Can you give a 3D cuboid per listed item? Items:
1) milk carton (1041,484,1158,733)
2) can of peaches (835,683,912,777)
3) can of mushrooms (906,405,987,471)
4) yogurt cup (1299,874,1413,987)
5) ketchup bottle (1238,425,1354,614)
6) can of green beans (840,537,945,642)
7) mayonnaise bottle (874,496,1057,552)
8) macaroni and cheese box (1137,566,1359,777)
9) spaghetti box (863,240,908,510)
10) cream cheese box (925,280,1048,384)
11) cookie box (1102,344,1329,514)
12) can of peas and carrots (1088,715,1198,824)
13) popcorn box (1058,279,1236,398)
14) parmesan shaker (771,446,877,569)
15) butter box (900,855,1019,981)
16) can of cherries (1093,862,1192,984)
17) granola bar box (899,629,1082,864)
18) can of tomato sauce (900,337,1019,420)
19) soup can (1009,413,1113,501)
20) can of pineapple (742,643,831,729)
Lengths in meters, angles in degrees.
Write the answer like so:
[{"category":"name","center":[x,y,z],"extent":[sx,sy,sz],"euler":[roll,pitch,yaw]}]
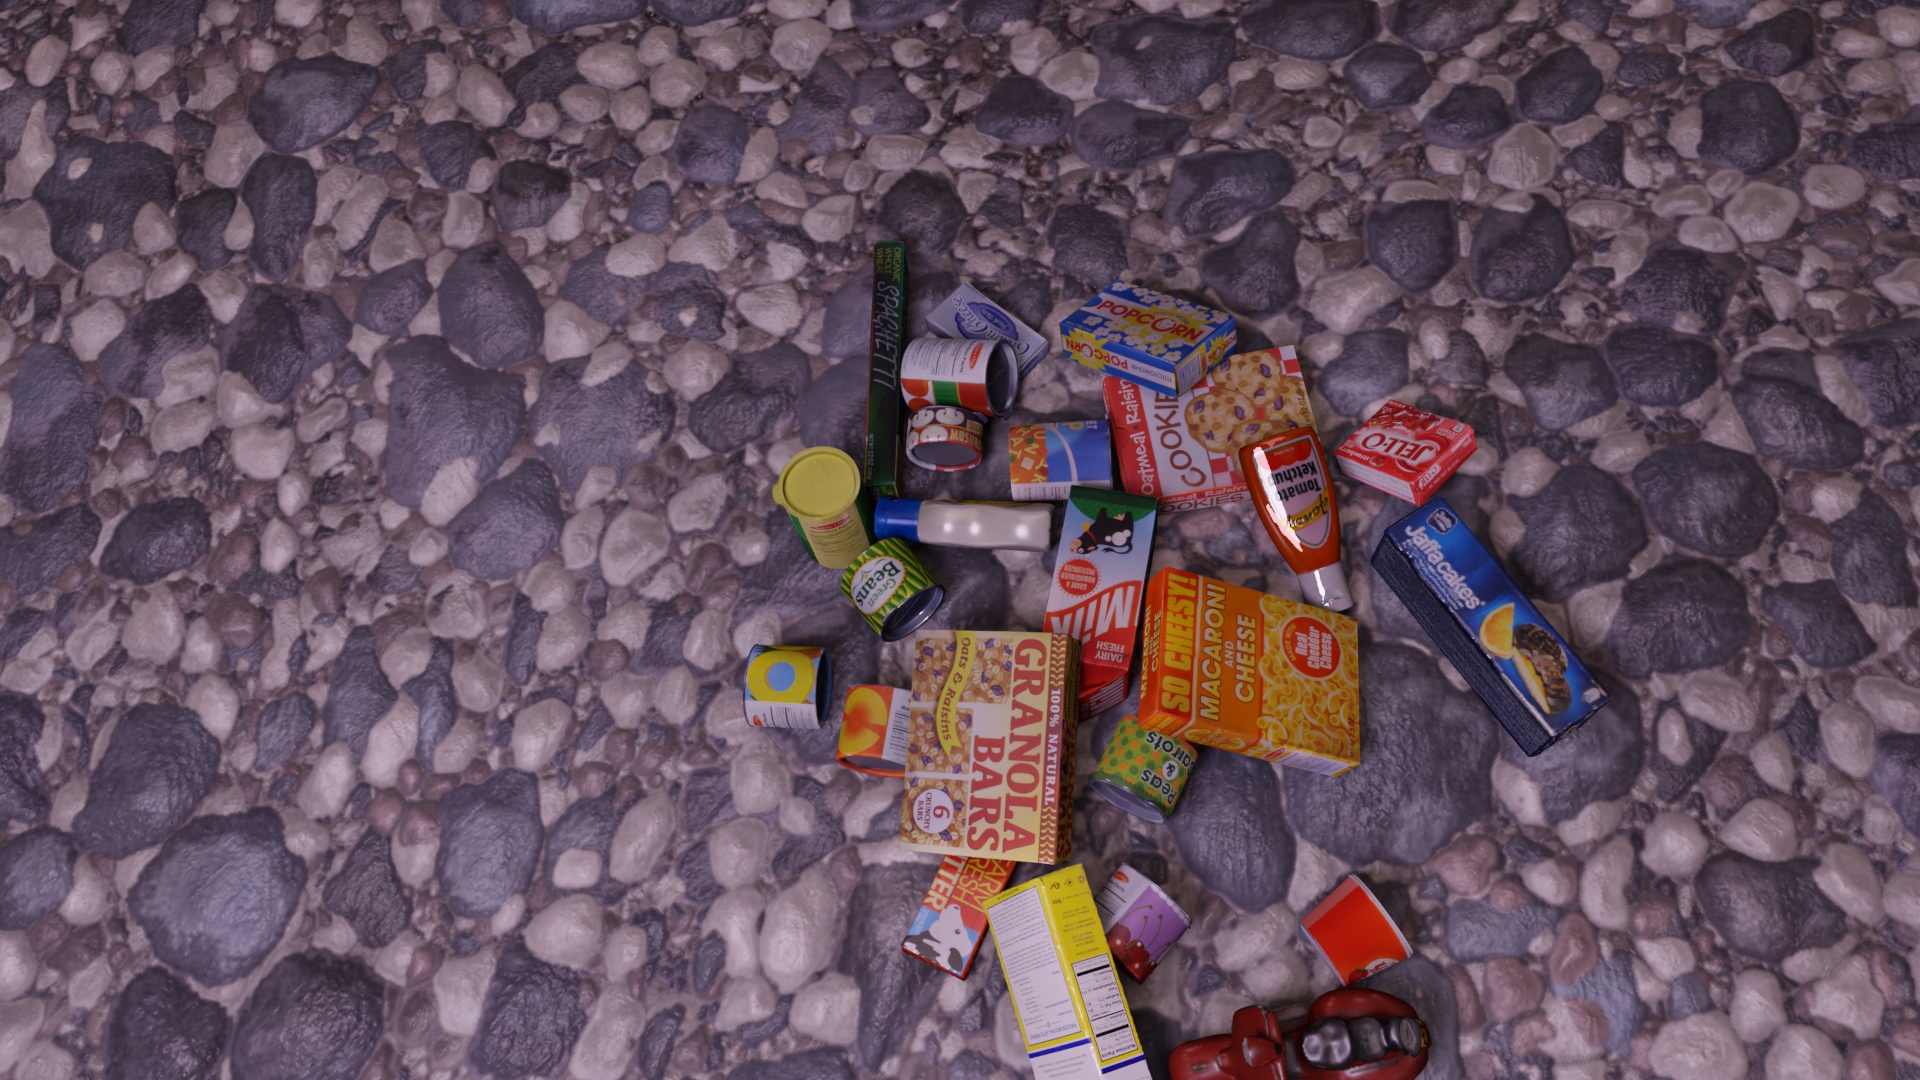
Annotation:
[{"category":"milk carton","center":[0.107,0.059,1.105],"extent":[0.073,0.072,0.191],"euler":[9,68,10]},{"category":"can of peaches","center":[-0.062,0.150,1.086],"extent":[0.071,0.071,0.058],"euler":[5,67,8]},{"category":"can of mushrooms","center":[-0.011,-0.086,1.183],"extent":[0.071,0.070,0.033],"euler":[1,68,6]},{"category":"yogurt cup","center":[0.281,0.282,0.995],"extent":[0.054,0.072,0.072],"euler":[-34,67,-1]},{"category":"ketchup bottle","center":[0.275,-0.014,1.113],"extent":[0.065,0.043,0.149],"euler":[-18,88,0]},{"category":"can of green beans","center":[-0.056,0.040,1.132],"extent":[0.071,0.071,0.058],"euler":[-38,68,-11]},{"category":"mayonnaise bottle","center":[0.004,-0.014,1.154],"extent":[0.148,0.065,0.041],"euler":[4,94,10]},{"category":"macaroni and cheese box","center":[0.220,0.100,1.055],"extent":[0.166,0.040,0.124],"euler":[15,59,-12]},{"category":"spaghetti box","center":[-0.065,-0.150,1.226],"extent":[0.029,0.050,0.251],"euler":[-1,66,3]},{"category":"cream cheese box","center":[0.024,-0.184,1.247],"extent":[0.104,0.024,0.053],"euler":[39,76,19]},{"category":"cookie box","center":[0.213,-0.093,1.179],"extent":[0.167,0.040,0.123],"euler":[-9,66,1]},{"category":"can of peas and carrots","center":[0.140,0.174,1.052],"extent":[0.071,0.070,0.059],"euler":[25,71,15]},{"category":"popcorn box","center":[0.160,-0.174,1.190],"extent":[0.127,0.038,0.085],"euler":[26,53,36]},{"category":"parmesan shaker","center":[-0.110,-0.025,1.146],"extent":[0.071,0.102,0.071],"euler":[-2,66,4]},{"category":"butter box","center":[0.002,0.272,1.047],"extent":[0.053,0.024,0.104],"euler":[22,70,15]},{"category":"can of cherries","center":[0.127,0.280,1.010],"extent":[0.071,0.071,0.058],"euler":[38,75,19]},{"category":"granola bar box","center":[0.023,0.152,1.036],"extent":[0.124,0.039,0.166],"euler":[0,78,22]},{"category":"can of tomato sauce","center":[0.000,-0.140,1.198],"extent":[0.083,0.071,0.071],"euler":[6,66,26]},{"category":"soup can","center":[0.084,-0.070,1.167],"extent":[0.084,0.071,0.071],"euler":[-3,66,5]},{"category":"can of pineapple","center":[-0.137,0.115,1.107],"extent":[0.058,0.070,0.071],"euler":[2,67,6]}]
